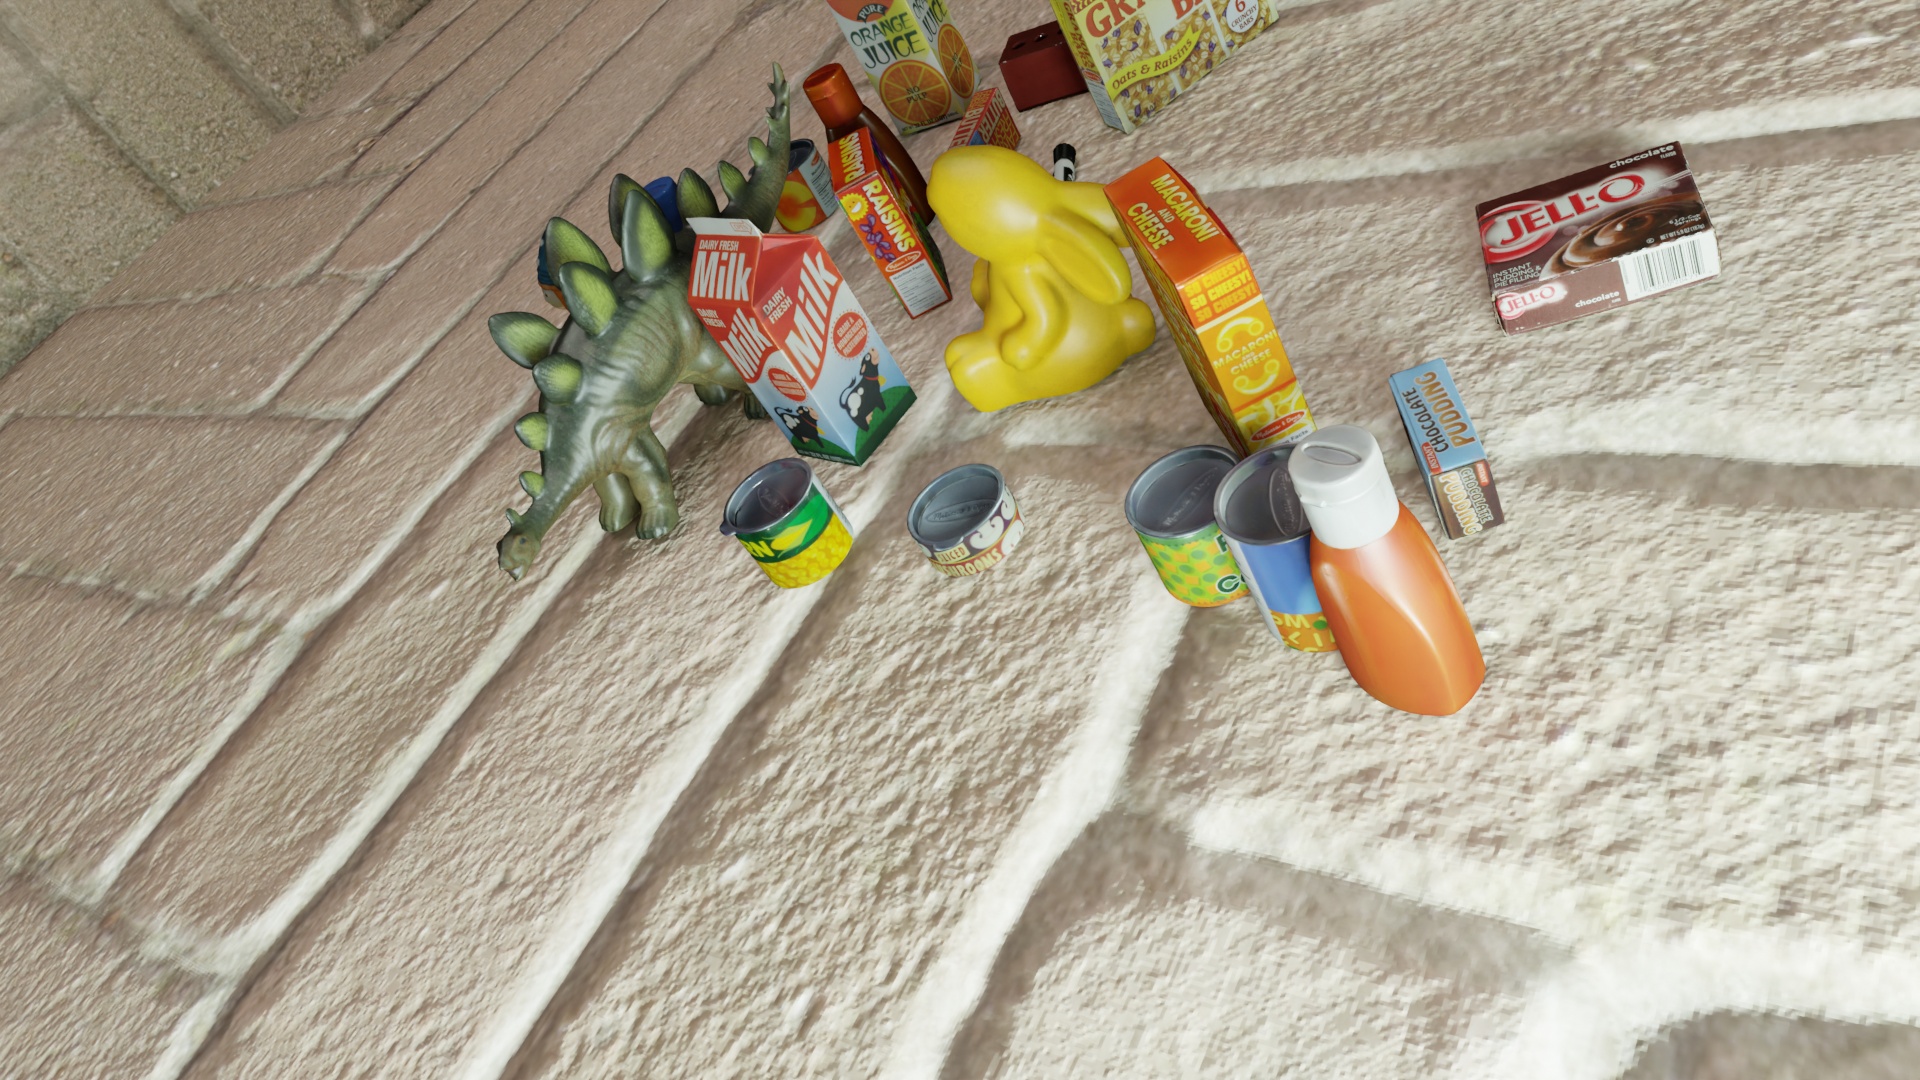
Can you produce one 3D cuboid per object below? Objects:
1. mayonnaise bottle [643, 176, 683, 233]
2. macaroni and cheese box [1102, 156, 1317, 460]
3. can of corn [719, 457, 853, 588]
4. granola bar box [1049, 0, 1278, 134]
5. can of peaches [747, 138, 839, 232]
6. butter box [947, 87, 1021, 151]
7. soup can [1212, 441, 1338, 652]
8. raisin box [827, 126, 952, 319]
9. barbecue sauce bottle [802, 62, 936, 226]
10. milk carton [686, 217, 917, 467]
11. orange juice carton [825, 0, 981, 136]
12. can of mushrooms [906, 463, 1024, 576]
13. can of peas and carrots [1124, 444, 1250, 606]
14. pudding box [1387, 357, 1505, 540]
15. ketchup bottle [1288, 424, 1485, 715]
[{"bbox_3d":[-0.211,-0.227,1.137,0.064,0.147,0.041,-9,44,28],"label":"mayonnaise bottle"},{"bbox_3d":[0.141,-0.110,0.748,0.040,0.166,0.124,-28,38,7],"label":"macaroni and cheese box"},{"bbox_3d":[-0.113,-0.009,0.906,0.071,0.058,0.071,-19,40,17],"label":"can of corn"},{"bbox_3d":[0.163,-0.426,1.109,0.166,0.123,0.039,-39,38,-7],"label":"granola bar box"},{"bbox_3d":[-0.151,-0.325,1.274,0.071,0.058,0.071,-19,40,17],"label":"can of peaches"},{"bbox_3d":[0.019,-0.329,1.163,0.024,0.053,0.104,-7,45,30],"label":"butter box"},{"bbox_3d":[0.169,0.003,0.672,0.071,0.083,0.072,-19,40,17],"label":"soup can"},{"bbox_3d":[-0.055,-0.243,1.065,0.040,0.123,0.086,-25,39,11],"label":"raisin box"},{"bbox_3d":[-0.078,-0.319,1.142,0.065,0.148,0.044,-7,45,30],"label":"barbecue sauce bottle"},{"bbox_3d":[-0.114,-0.143,0.944,0.072,0.190,0.074,12,57,43],"label":"milk carton"},{"bbox_3d":[-0.059,-0.473,1.260,0.071,0.192,0.073,-9,44,28],"label":"orange juice carton"},{"bbox_3d":[0.003,-0.011,0.846,0.071,0.033,0.071,-19,40,17],"label":"can of mushrooms"},{"bbox_3d":[0.130,-0.007,0.732,0.071,0.058,0.071,-19,40,17],"label":"can of peas and carrots"},{"bbox_3d":[0.245,-0.047,0.702,0.030,0.049,0.084,-20,40,17],"label":"pudding box"},{"bbox_3d":[0.180,0.015,0.600,0.065,0.148,0.044,22,63,47],"label":"ketchup bottle"}]
